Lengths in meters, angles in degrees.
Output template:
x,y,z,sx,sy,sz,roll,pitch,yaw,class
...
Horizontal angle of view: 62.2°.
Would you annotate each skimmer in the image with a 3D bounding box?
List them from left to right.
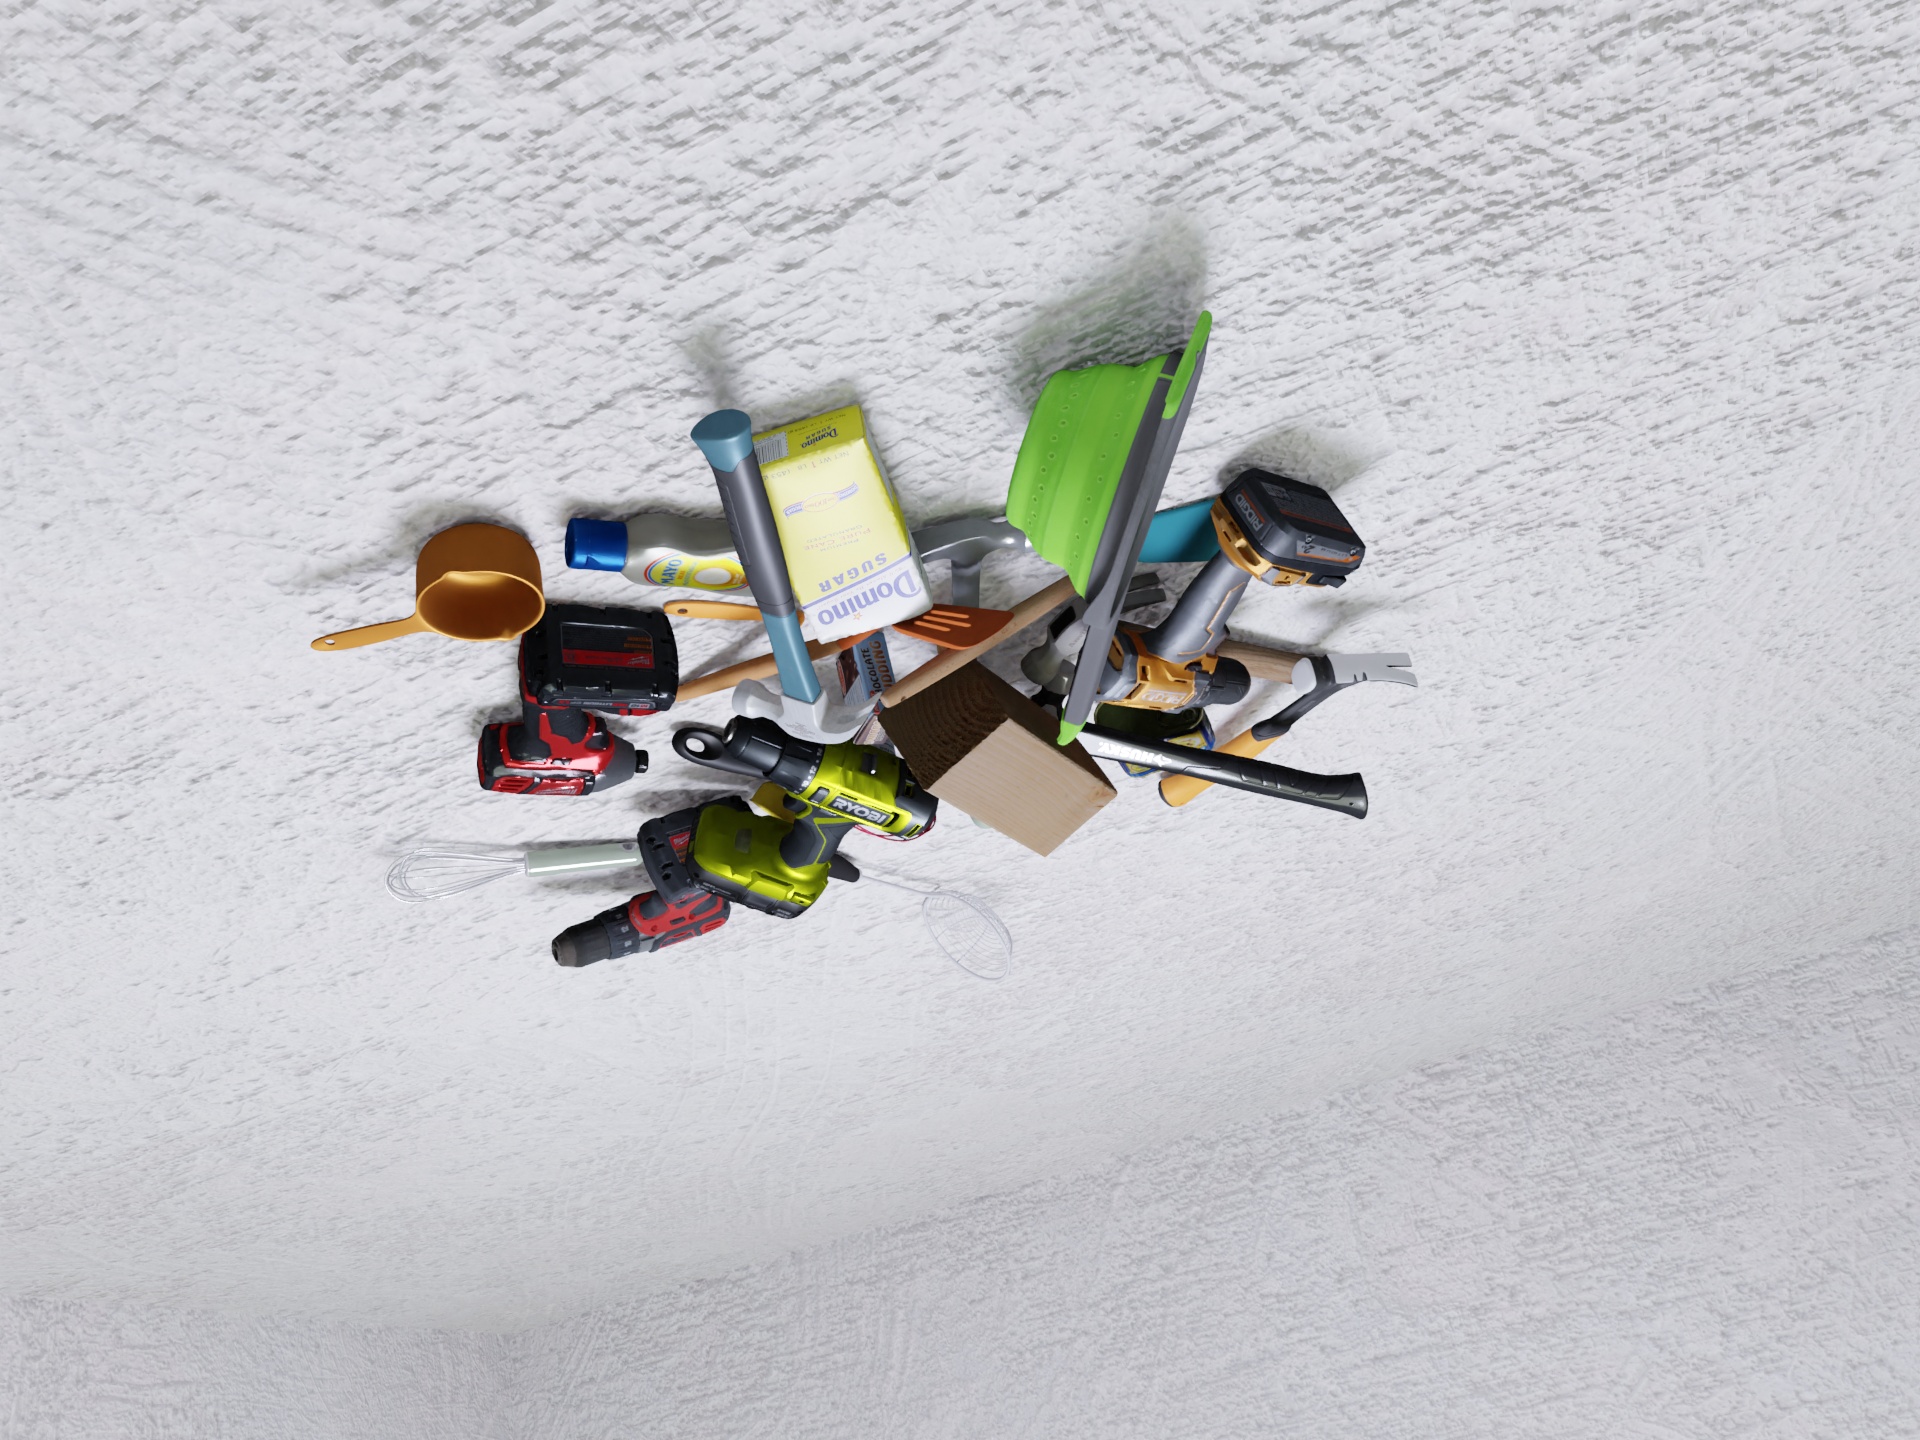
x,y,z,sx,sy,sz,roll,pitch,yaw,class
-0.080,0.211,1.749,0.127,0.090,0.363,5,167,45,skimmer

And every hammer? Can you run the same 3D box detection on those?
x,y,z,sx,sy,sz,roll,pitch,yaw,class
-0.134,-0.090,1.123,0.128,0.033,0.330,18,148,20,hammer
-0.002,-0.046,1.373,0.144,0.035,0.405,-9,151,-6,hammer
0.218,0.044,1.467,0.334,0.035,0.146,13,121,-7,hammer
0.219,-0.063,1.421,0.331,0.031,0.130,8,140,-35,hammer
0.296,0.015,1.550,0.127,0.034,0.336,-3,159,-26,hammer

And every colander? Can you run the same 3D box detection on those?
x,y,z,sx,sy,sz,roll,pitch,yaw,class
0.079,-0.122,1.139,0.094,0.205,0.396,20,142,6,colander

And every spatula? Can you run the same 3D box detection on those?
x,y,z,sx,sy,sz,roll,pitch,yaw,class
-0.109,-0.049,1.262,0.322,0.041,0.081,-15,-166,34,spatula
0.075,-0.089,1.247,0.317,0.044,0.082,-33,156,-17,spatula

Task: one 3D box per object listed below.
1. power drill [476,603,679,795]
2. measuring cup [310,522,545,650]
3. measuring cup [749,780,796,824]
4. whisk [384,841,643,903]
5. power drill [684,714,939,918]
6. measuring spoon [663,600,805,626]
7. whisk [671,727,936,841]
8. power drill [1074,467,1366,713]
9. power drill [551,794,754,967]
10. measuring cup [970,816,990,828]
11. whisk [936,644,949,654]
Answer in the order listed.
x,y,z,sx,sy,sz,roll,pitch,yaw,class
-0.306,-0.004,1.297,0.143,0.079,0.219,3,151,-25,power drill
-0.382,-0.091,1.134,0.173,0.052,0.095,-13,151,6,measuring cup
-0.163,0.093,1.567,0.029,0.062,0.156,-57,165,-8,measuring cup
-0.428,0.142,1.541,0.246,0.058,0.059,-5,120,-21,whisk
-0.152,0.080,1.401,0.190,0.080,0.228,23,140,-23,power drill
-0.179,-0.082,1.265,0.116,0.011,0.021,3,148,-26,measuring spoon
-0.139,0.055,1.484,0.295,0.073,0.073,19,139,-36,whisk
0.222,-0.089,1.293,0.185,0.084,0.226,6,136,-42,power drill
-0.297,0.172,1.571,0.188,0.080,0.226,-16,160,-32,power drill
0.045,0.073,1.548,0.083,0.038,0.167,-22,171,-5,measuring cup
-0.004,-0.003,1.369,0.047,0.051,0.244,-6,148,1,whisk
